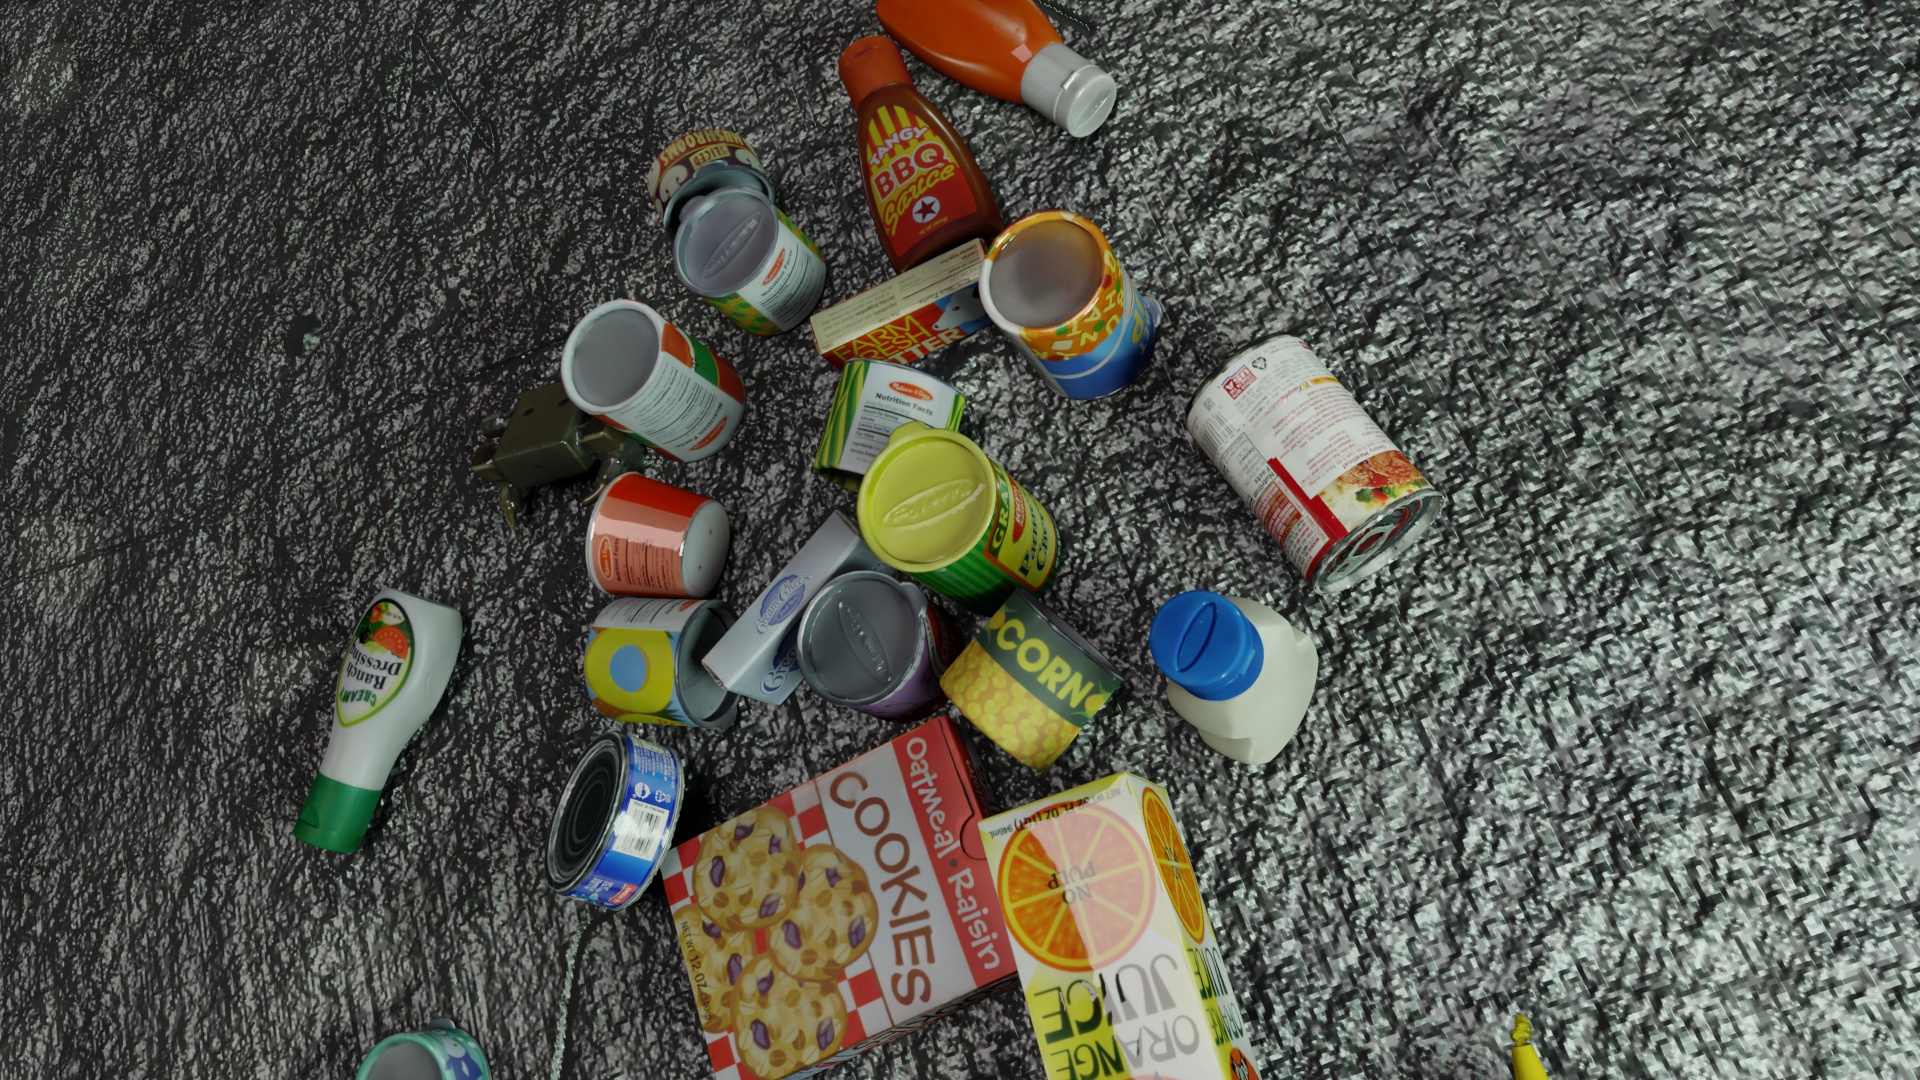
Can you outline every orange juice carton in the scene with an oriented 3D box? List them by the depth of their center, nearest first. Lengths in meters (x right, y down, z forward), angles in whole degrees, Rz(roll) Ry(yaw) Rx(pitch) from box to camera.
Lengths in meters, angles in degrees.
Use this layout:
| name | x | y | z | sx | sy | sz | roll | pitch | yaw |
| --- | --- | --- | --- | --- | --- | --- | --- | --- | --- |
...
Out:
| name | x | y | z | sx | sy | sz | roll | pitch | yaw |
| --- | --- | --- | --- | --- | --- | --- | --- | --- | --- |
| orange juice carton | 0.075 | 0.202 | 0.582 | 0.072 | 0.073 | 0.193 | -22 | 68 | 15 |

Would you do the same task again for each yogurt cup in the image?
| name | x | y | z | sx | sy | sz | roll | pitch | yaw |
| --- | --- | --- | --- | --- | --- | --- | --- | --- | --- |
| yogurt cup | -0.160 | 0.000 | 0.744 | 0.054 | 0.072 | 0.072 | 10 | 79 | 16 |

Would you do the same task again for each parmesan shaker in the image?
| name | x | y | z | sx | sy | sz | roll | pitch | yaw |
| --- | --- | --- | --- | --- | --- | --- | --- | --- | --- |
| parmesan shaker | 0.002 | -0.008 | 0.657 | 0.071 | 0.103 | 0.071 | -6 | 73 | 21 |

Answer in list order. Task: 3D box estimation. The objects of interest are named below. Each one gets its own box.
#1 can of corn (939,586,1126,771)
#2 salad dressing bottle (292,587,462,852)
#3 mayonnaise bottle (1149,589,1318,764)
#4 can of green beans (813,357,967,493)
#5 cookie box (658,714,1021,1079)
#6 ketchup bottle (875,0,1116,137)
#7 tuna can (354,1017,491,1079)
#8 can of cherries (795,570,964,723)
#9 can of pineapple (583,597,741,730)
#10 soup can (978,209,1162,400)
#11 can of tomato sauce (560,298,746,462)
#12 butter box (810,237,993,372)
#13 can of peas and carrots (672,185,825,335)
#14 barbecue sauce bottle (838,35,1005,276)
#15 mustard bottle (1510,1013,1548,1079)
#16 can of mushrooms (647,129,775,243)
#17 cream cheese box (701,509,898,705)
| name | x | y | z | sx | sy | sz | roll | pitch | yaw |
| --- | --- | --- | --- | --- | --- | --- | --- | --- | --- |
| can of corn | 0.033 | 0.064 | 0.642 | 0.071 | 0.071 | 0.058 | 42 | 94 | 27 |
| salad dressing bottle | -0.335 | 0.103 | 0.795 | 0.064 | 0.044 | 0.148 | 15 | 81 | 27 |
| mayonnaise bottle | 0.112 | 0.053 | 0.569 | 0.041 | 0.148 | 0.065 | 24 | 85 | 26 |
| can of green beans | -0.036 | -0.054 | 0.707 | 0.071 | 0.071 | 0.058 | 12 | 81 | 25 |
| cookie box | -0.053 | 0.175 | 0.660 | 0.167 | 0.040 | 0.123 | -28 | 66 | 13 |
| ketchup bottle | 0.021 | -0.273 | 0.761 | 0.064 | 0.043 | 0.149 | -48 | 64 | 4 |
| tuna can | -0.282 | 0.287 | 0.725 | 0.071 | 0.033 | 0.071 | -6 | 73 | 20 |
| can of cherries | -0.036 | 0.052 | 0.680 | 0.071 | 0.058 | 0.071 | -7 | 72 | 21 |
| can of pineapple | -0.152 | 0.065 | 0.720 | 0.058 | 0.071 | 0.071 | 0 | 75 | 23 |
| soup can | 0.056 | -0.115 | 0.678 | 0.071 | 0.083 | 0.071 | -6 | 72 | 20 |
| can of tomato sauce | -0.169 | -0.087 | 0.761 | 0.071 | 0.083 | 0.071 | -6 | 73 | 20 |
| butter box | -0.023 | -0.119 | 0.728 | 0.103 | 0.053 | 0.024 | -23 | 71 | 16 |
| can of peas and carrots | -0.118 | -0.156 | 0.775 | 0.071 | 0.058 | 0.071 | -7 | 72 | 21 |
| barbecue sauce bottle | -0.028 | -0.211 | 0.763 | 0.065 | 0.043 | 0.149 | -28 | 66 | 14 |
| mustard bottle | 0.229 | 0.260 | 0.516 | 0.065 | 0.048 | 0.160 | -17 | 69 | 15 |
| can of mushrooms | -0.142 | -0.201 | 0.791 | 0.071 | 0.071 | 0.033 | -32 | 64 | 11 |
| cream cheese box | -0.078 | 0.036 | 0.705 | 0.104 | 0.053 | 0.024 | -48 | 62 | 3 |
